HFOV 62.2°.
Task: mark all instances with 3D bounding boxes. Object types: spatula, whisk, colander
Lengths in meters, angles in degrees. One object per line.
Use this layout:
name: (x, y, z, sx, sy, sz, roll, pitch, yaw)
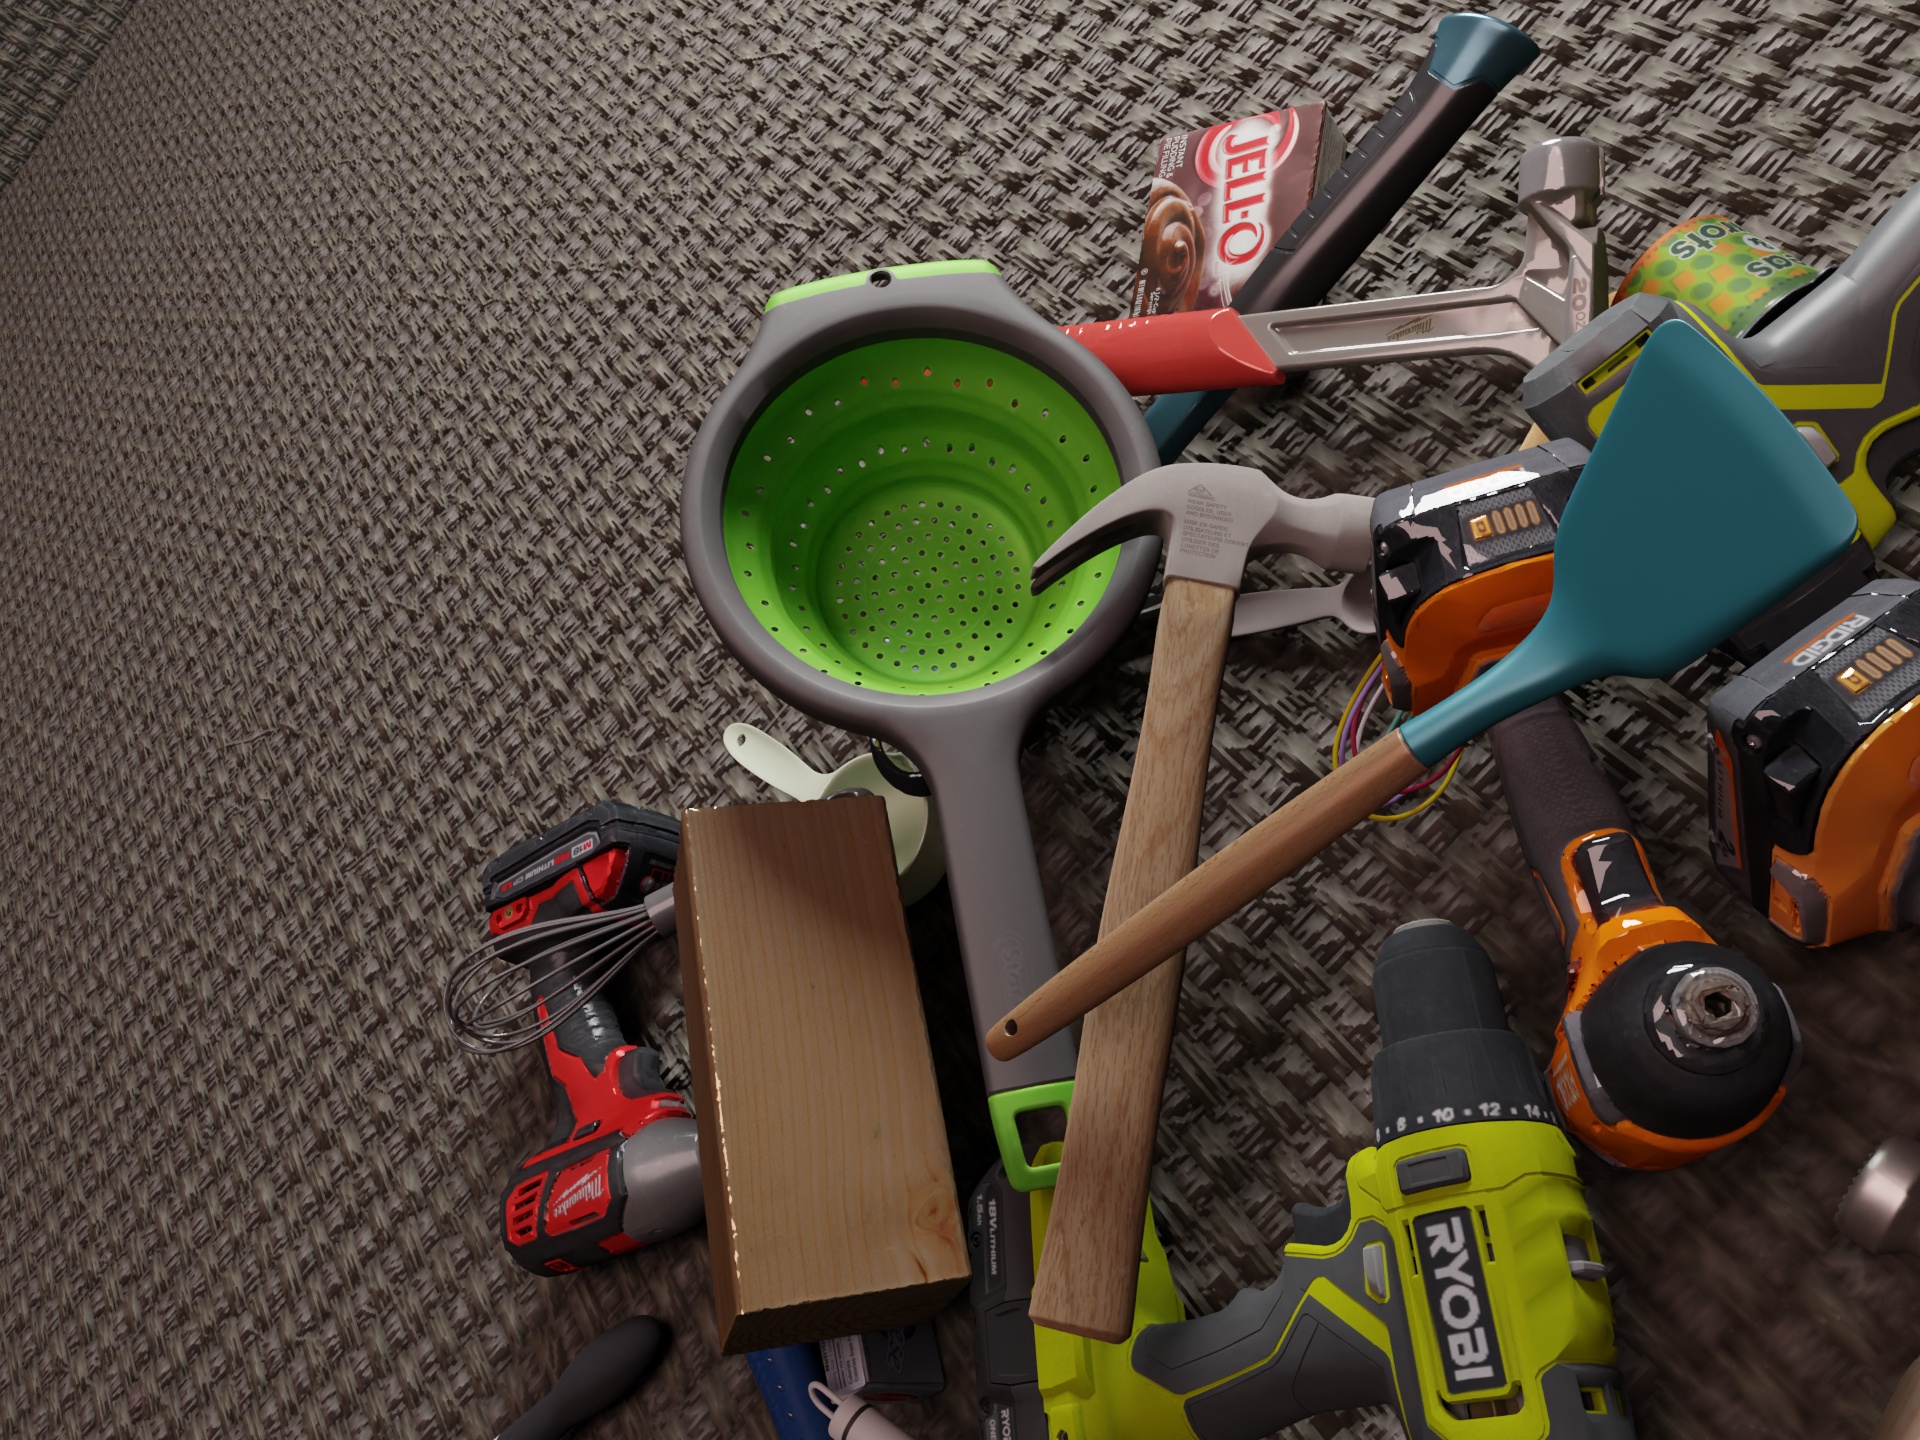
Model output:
spatula: (0.111, 0.019, 0.483, 0.317, 0.044, 0.082, -42, 53, 27)
whisk: (0.221, -0.067, 0.651, 0.047, 0.051, 0.245, 28, 84, 20)
whisk: (-0.146, 0.093, 0.770, 0.239, 0.055, 0.055, -28, 54, 2)
colander: (-0.001, -0.002, 0.680, 0.204, 0.094, 0.397, -10, 71, -3)
whisk: (-0.250, 0.390, 0.793, 0.284, 0.070, 0.070, -43, 51, 9)

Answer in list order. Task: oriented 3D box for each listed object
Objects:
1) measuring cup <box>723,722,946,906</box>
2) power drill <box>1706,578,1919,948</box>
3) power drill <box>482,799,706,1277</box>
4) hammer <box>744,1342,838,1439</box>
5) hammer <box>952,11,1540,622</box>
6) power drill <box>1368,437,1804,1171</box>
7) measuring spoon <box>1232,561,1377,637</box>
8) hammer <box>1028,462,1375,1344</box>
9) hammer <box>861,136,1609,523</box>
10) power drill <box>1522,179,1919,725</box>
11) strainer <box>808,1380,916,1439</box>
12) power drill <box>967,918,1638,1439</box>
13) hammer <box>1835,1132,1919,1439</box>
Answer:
measuring cup: (-0.065, 0.041, 0.818, 0.168, 0.038, 0.083, 30, 90, 43)
power drill: (0.314, 0.055, 0.428, 0.084, 0.185, 0.226, -35, 48, -2)
power drill: (-0.177, 0.162, 0.825, 0.143, 0.078, 0.220, -26, 59, 26)
hammer: (-0.006, 0.384, 0.592, 0.406, 0.035, 0.144, 55, 142, 43)
hammer: (0.128, -0.176, 0.727, 0.331, 0.033, 0.128, -50, 60, 22)
power drill: (0.202, 0.027, 0.518, 0.084, 0.164, 0.227, -16, 68, 9)
measuring spoon: (0.148, -0.047, 0.713, 0.124, 0.018, 0.034, -5, 67, 43)
hammer: (0.070, 0.054, 0.591, 0.130, 0.031, 0.331, 10, 72, 6)
hammer: (0.097, -0.154, 0.705, 0.359, 0.036, 0.149, 3, 86, 36)
power drill: (0.331, -0.117, 0.531, 0.223, 0.080, 0.171, -39, 93, 16)
strainer: (0.040, 0.318, 0.587, 0.259, 0.086, 0.050, 25, 43, 30)
power drill: (0.112, 0.187, 0.568, 0.228, 0.080, 0.191, -27, 54, 35)
hammer: (0.228, 0.329, 0.452, 0.146, 0.038, 0.410, 33, 88, 40)
